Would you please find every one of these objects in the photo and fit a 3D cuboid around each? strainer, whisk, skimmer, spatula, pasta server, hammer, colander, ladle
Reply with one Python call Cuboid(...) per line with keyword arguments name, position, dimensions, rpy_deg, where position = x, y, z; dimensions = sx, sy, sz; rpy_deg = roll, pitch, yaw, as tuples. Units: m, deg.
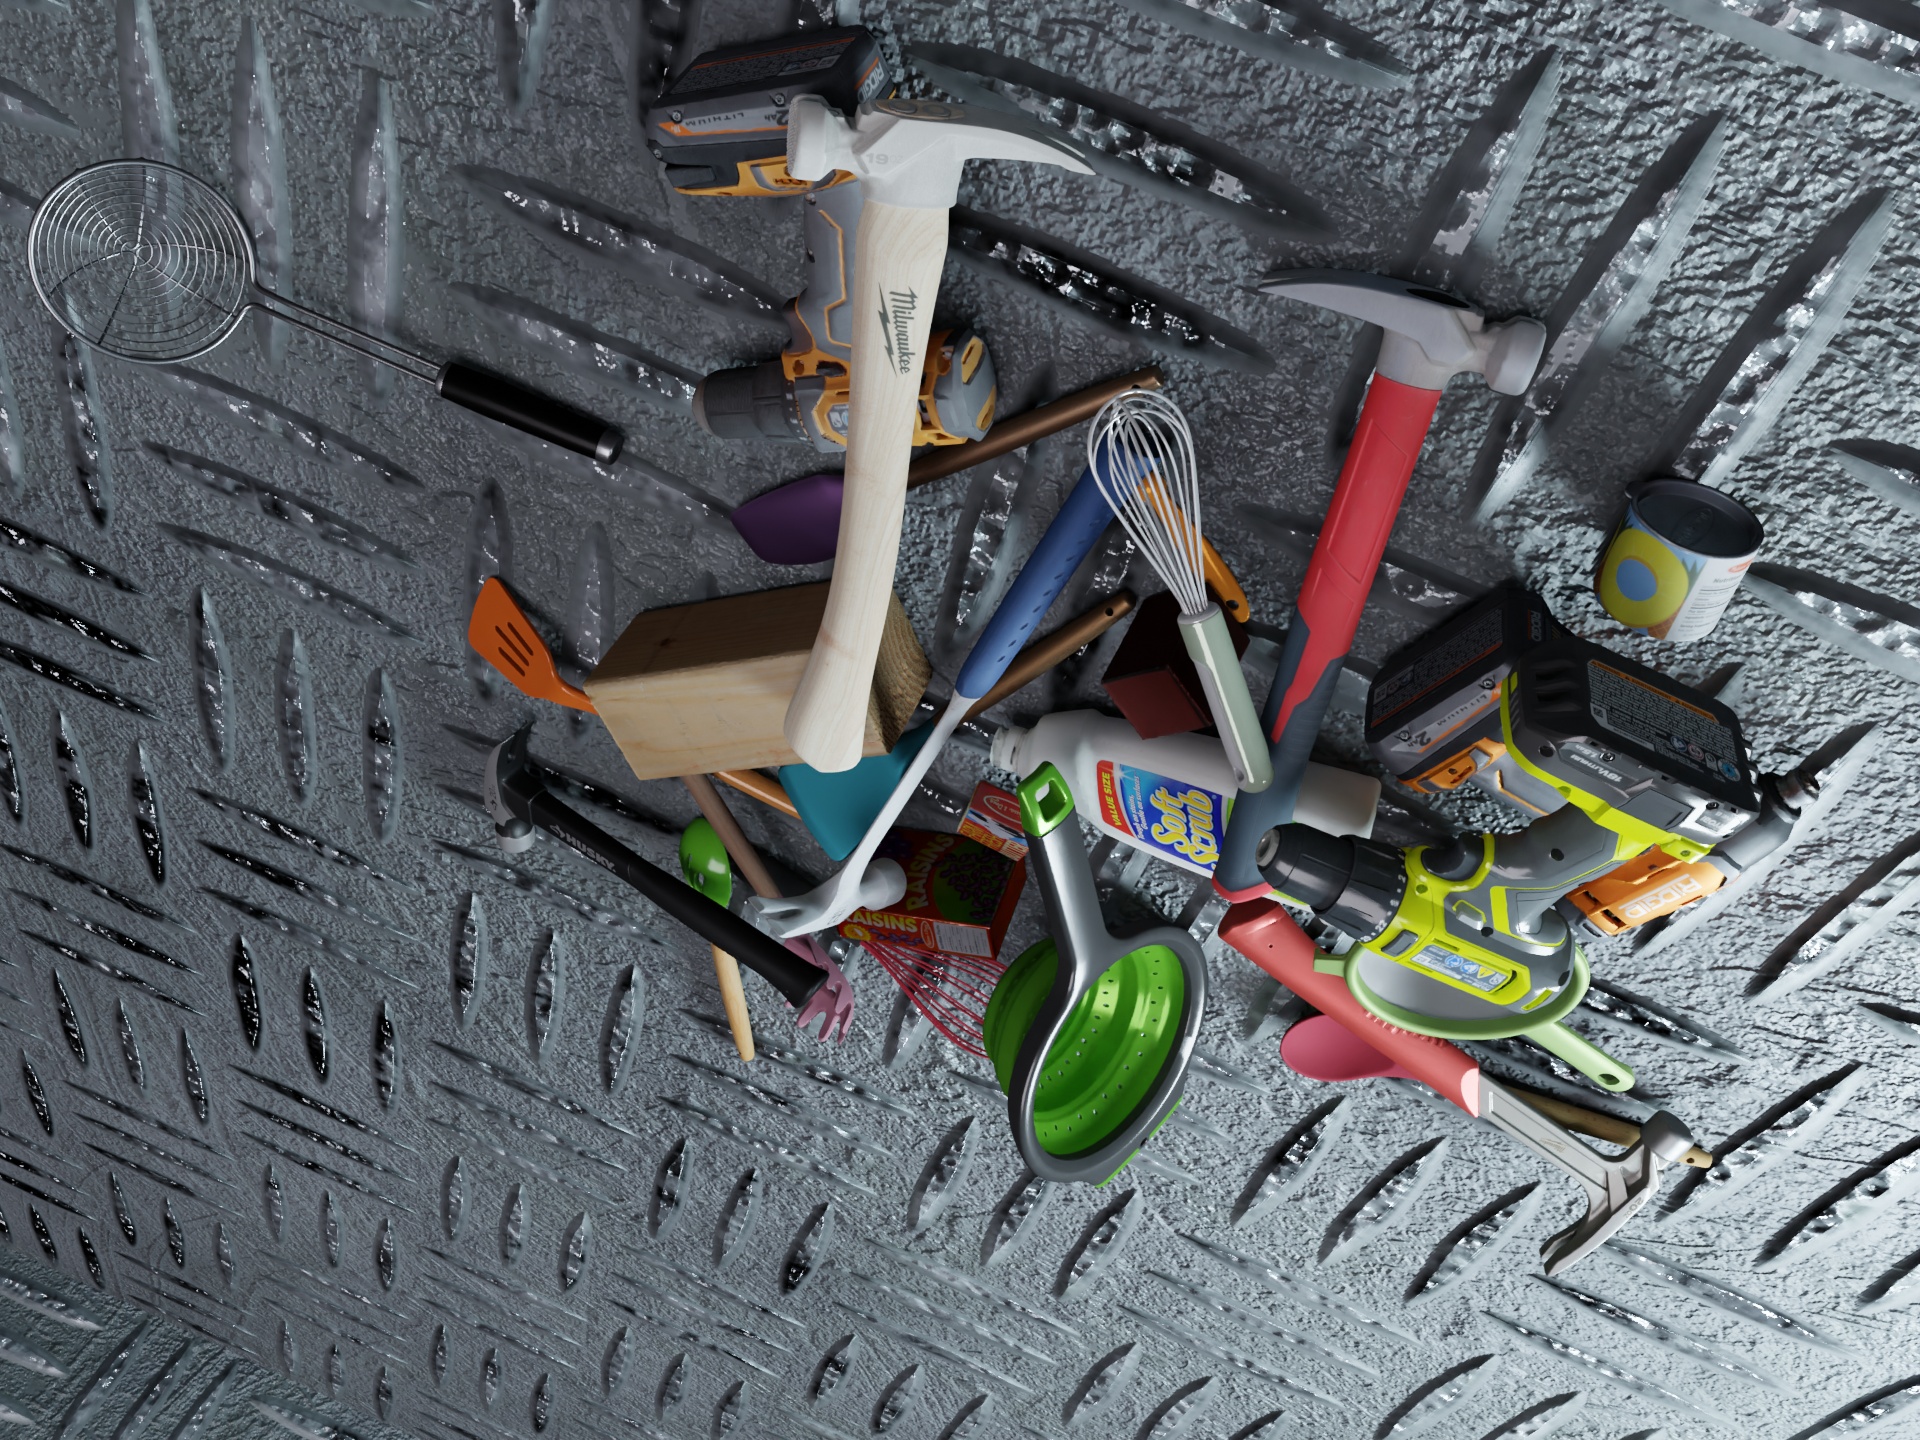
Cuboid(name="strainer", position=(0.368, 0.169, 1.061), dimensions=(0.256, 0.069, 0.151), rpy_deg=(33, 136, -25))
Cuboid(name="whisk", position=(-0.059, 0.179, 1.259), dimensions=(0.296, 0.073, 0.073), rpy_deg=(30, 135, 5))
Cuboid(name="skimmer", position=(-0.393, -0.238, 1.003), dimensions=(0.363, 0.090, 0.127), rpy_deg=(23, 104, 0))
Cuboid(name="spatula", position=(-0.015, -0.152, 0.964), dimensions=(0.316, 0.018, 0.059), rpy_deg=(-17, 124, 35))
Cuboid(name="pasta server", position=(-0.162, 0.120, 1.214), dimensions=(0.060, 0.040, 0.316), rpy_deg=(-3, 125, 43))
Cuboid(name="hammer", position=(-0.242, 0.122, 1.241), dimensions=(0.335, 0.035, 0.146), rpy_deg=(30, 139, 18))
Cuboid(name="spatula", position=(-0.002, -0.003, 1.074), dimensions=(0.317, 0.044, 0.082), rpy_deg=(-34, 88, 39))
Cuboid(name="hammer", position=(0.331, 0.248, 1.133), dimensions=(0.359, 0.037, 0.149), rpy_deg=(35, 111, -3))
Cuboid(name="whisk", position=(0.128, -0.066, 0.876), dimensions=(0.059, 0.058, 0.246), rpy_deg=(-26, 111, -9))
Cuboid(name="hammer", position=(0.190, -0.058, 0.899), dimensions=(0.143, 0.038, 0.386), rpy_deg=(18, 124, 9))
Cuboid(name="hammer", position=(-0.002, -0.010, 0.988), dimensions=(0.035, 0.144, 0.405), rpy_deg=(46, 122, 20))
Cuboid(name="colander", position=(0.066, 0.166, 1.116), dimensions=(0.095, 0.204, 0.396), rpy_deg=(26, 146, 39))
Cuboid(name="ladle", position=(0.390, 0.273, 1.163), dimensions=(0.315, 0.031, 0.069), rpy_deg=(16, 124, 7))
Cuboid(name="hammer", position=(-0.038, -0.131, 0.876), dimensions=(0.146, 0.038, 0.410), rpy_deg=(1, 131, -13))
Cuboid(name="spatula", position=(-0.227, 0.002, 1.196), dimensions=(0.322, 0.041, 0.081), rpy_deg=(28, 135, -8))

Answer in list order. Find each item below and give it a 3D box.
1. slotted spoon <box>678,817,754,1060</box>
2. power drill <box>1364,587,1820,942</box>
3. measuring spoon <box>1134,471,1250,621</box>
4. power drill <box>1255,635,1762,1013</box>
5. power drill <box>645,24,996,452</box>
Cuboid(name="slotted spoon", position=(-0.201, 0.199, 1.351), dimensions=(0.070, 0.031, 0.313), rpy_deg=(43, 150, 35))
Cuboid(name="power drill", position=(0.365, 0.027, 0.918), dimensions=(0.226, 0.084, 0.164), rpy_deg=(37, 132, -16))
Cuboid(name="measuring spoon", position=(0.139, -0.100, 0.948), dimensions=(0.021, 0.011, 0.116), rpy_deg=(-22, 118, 37))
Cuboid(name="power drill", position=(0.290, 0.062, 0.864), dimensions=(0.190, 0.080, 0.228), rpy_deg=(23, 137, -9))
Cuboid(name="power drill", position=(-0.093, -0.246, 0.875), dimensions=(0.185, 0.084, 0.226), rpy_deg=(1, 135, 24))
